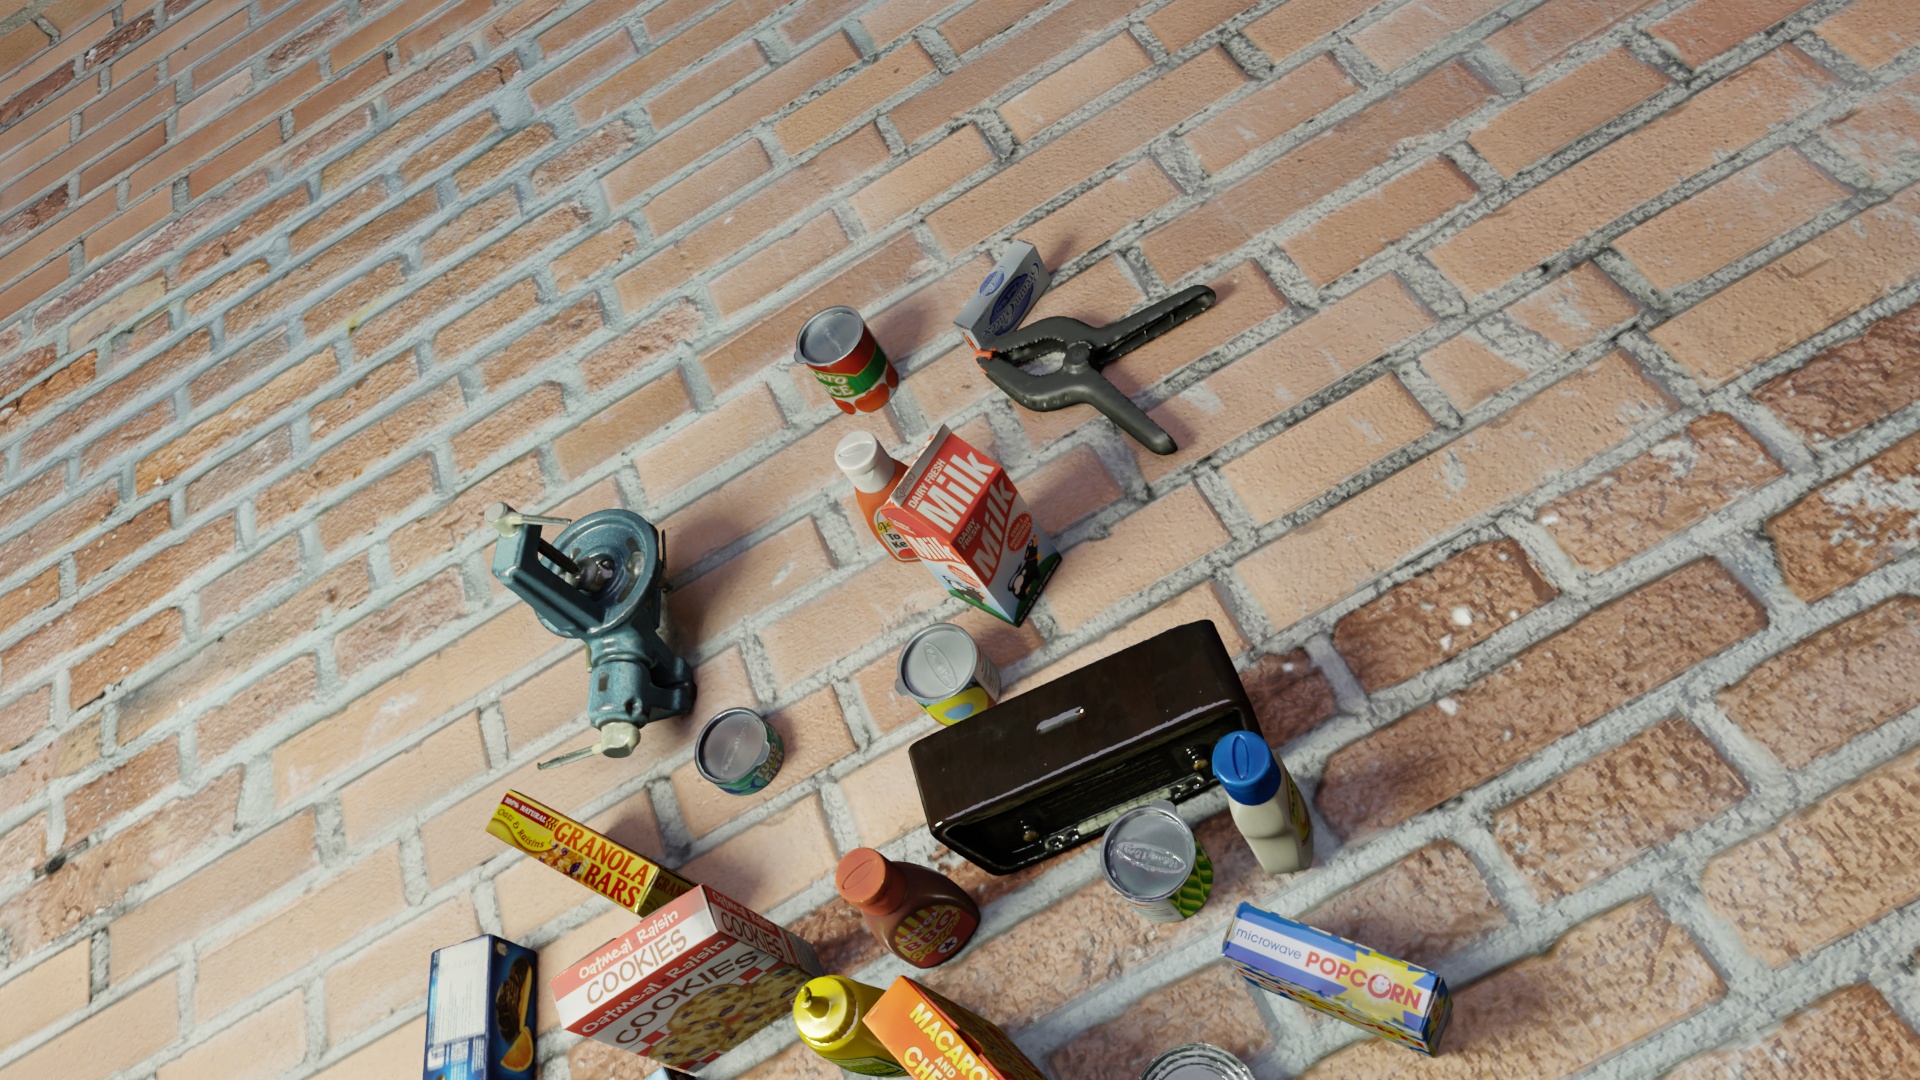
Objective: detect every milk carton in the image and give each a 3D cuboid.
[{"bbox_3d":[0.004,-0.013,1.065,0.073,0.190,0.072,24,73,33],"label":"milk carton"}]

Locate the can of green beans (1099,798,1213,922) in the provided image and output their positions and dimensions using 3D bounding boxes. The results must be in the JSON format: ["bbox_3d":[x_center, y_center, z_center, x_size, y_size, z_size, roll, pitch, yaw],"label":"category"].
[{"bbox_3d":[0.135,0.222,0.948,0.071,0.057,0.071,-11,57,18],"label":"can of green beans"}]

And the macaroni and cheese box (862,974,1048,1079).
[{"bbox_3d":[0.022,0.339,0.859,0.040,0.166,0.124,-48,54,-8],"label":"macaroni and cheese box"}]

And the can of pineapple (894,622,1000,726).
[{"bbox_3d":[-0.010,0.106,1.081,0.071,0.057,0.071,-11,57,18],"label":"can of pineapple"}]

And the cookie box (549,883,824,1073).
[{"bbox_3d":[-0.185,0.308,0.968,0.123,0.167,0.040,-33,53,2],"label":"cookie box"}]

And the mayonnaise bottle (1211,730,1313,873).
[{"bbox_3d":[0.196,0.167,0.898,0.041,0.147,0.065,-11,57,18],"label":"mayonnaise bottle"}]

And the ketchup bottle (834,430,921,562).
[{"bbox_3d":[-0.055,-0.036,1.131,0.064,0.148,0.044,-19,55,12],"label":"ketchup bottle"}]

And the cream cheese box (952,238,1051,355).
[{"bbox_3d":[0.038,-0.217,1.259,0.024,0.053,0.104,27,74,34],"label":"cream cheese box"}]

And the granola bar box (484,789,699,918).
[{"bbox_3d":[-0.264,0.253,1.063,0.165,0.124,0.039,17,69,31],"label":"granola bar box"}]

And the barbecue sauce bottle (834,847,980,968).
[{"bbox_3d":[-0.039,0.249,0.951,0.065,0.148,0.044,-40,53,-3],"label":"barbecue sauce bottle"}]

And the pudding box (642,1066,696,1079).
[{"bbox_3d":[-0.195,0.417,0.979,0.030,0.049,0.084,-37,53,-1],"label":"pudding box"}]

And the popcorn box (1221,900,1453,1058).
[{"bbox_3d":[0.233,0.271,0.858,0.127,0.085,0.038,15,68,30],"label":"popcorn box"}]

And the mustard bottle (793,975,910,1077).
[{"bbox_3d":[-0.073,0.319,0.916,0.065,0.159,0.049,-9,58,19],"label":"mustard bottle"}]

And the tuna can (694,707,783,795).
[{"bbox_3d":[-0.178,0.173,1.130,0.071,0.032,0.071,-11,57,18],"label":"tuna can"}]

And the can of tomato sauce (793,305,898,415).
[{"bbox_3d":[-0.104,-0.162,1.269,0.071,0.083,0.071,-11,57,18],"label":"can of tomato sauce"}]
